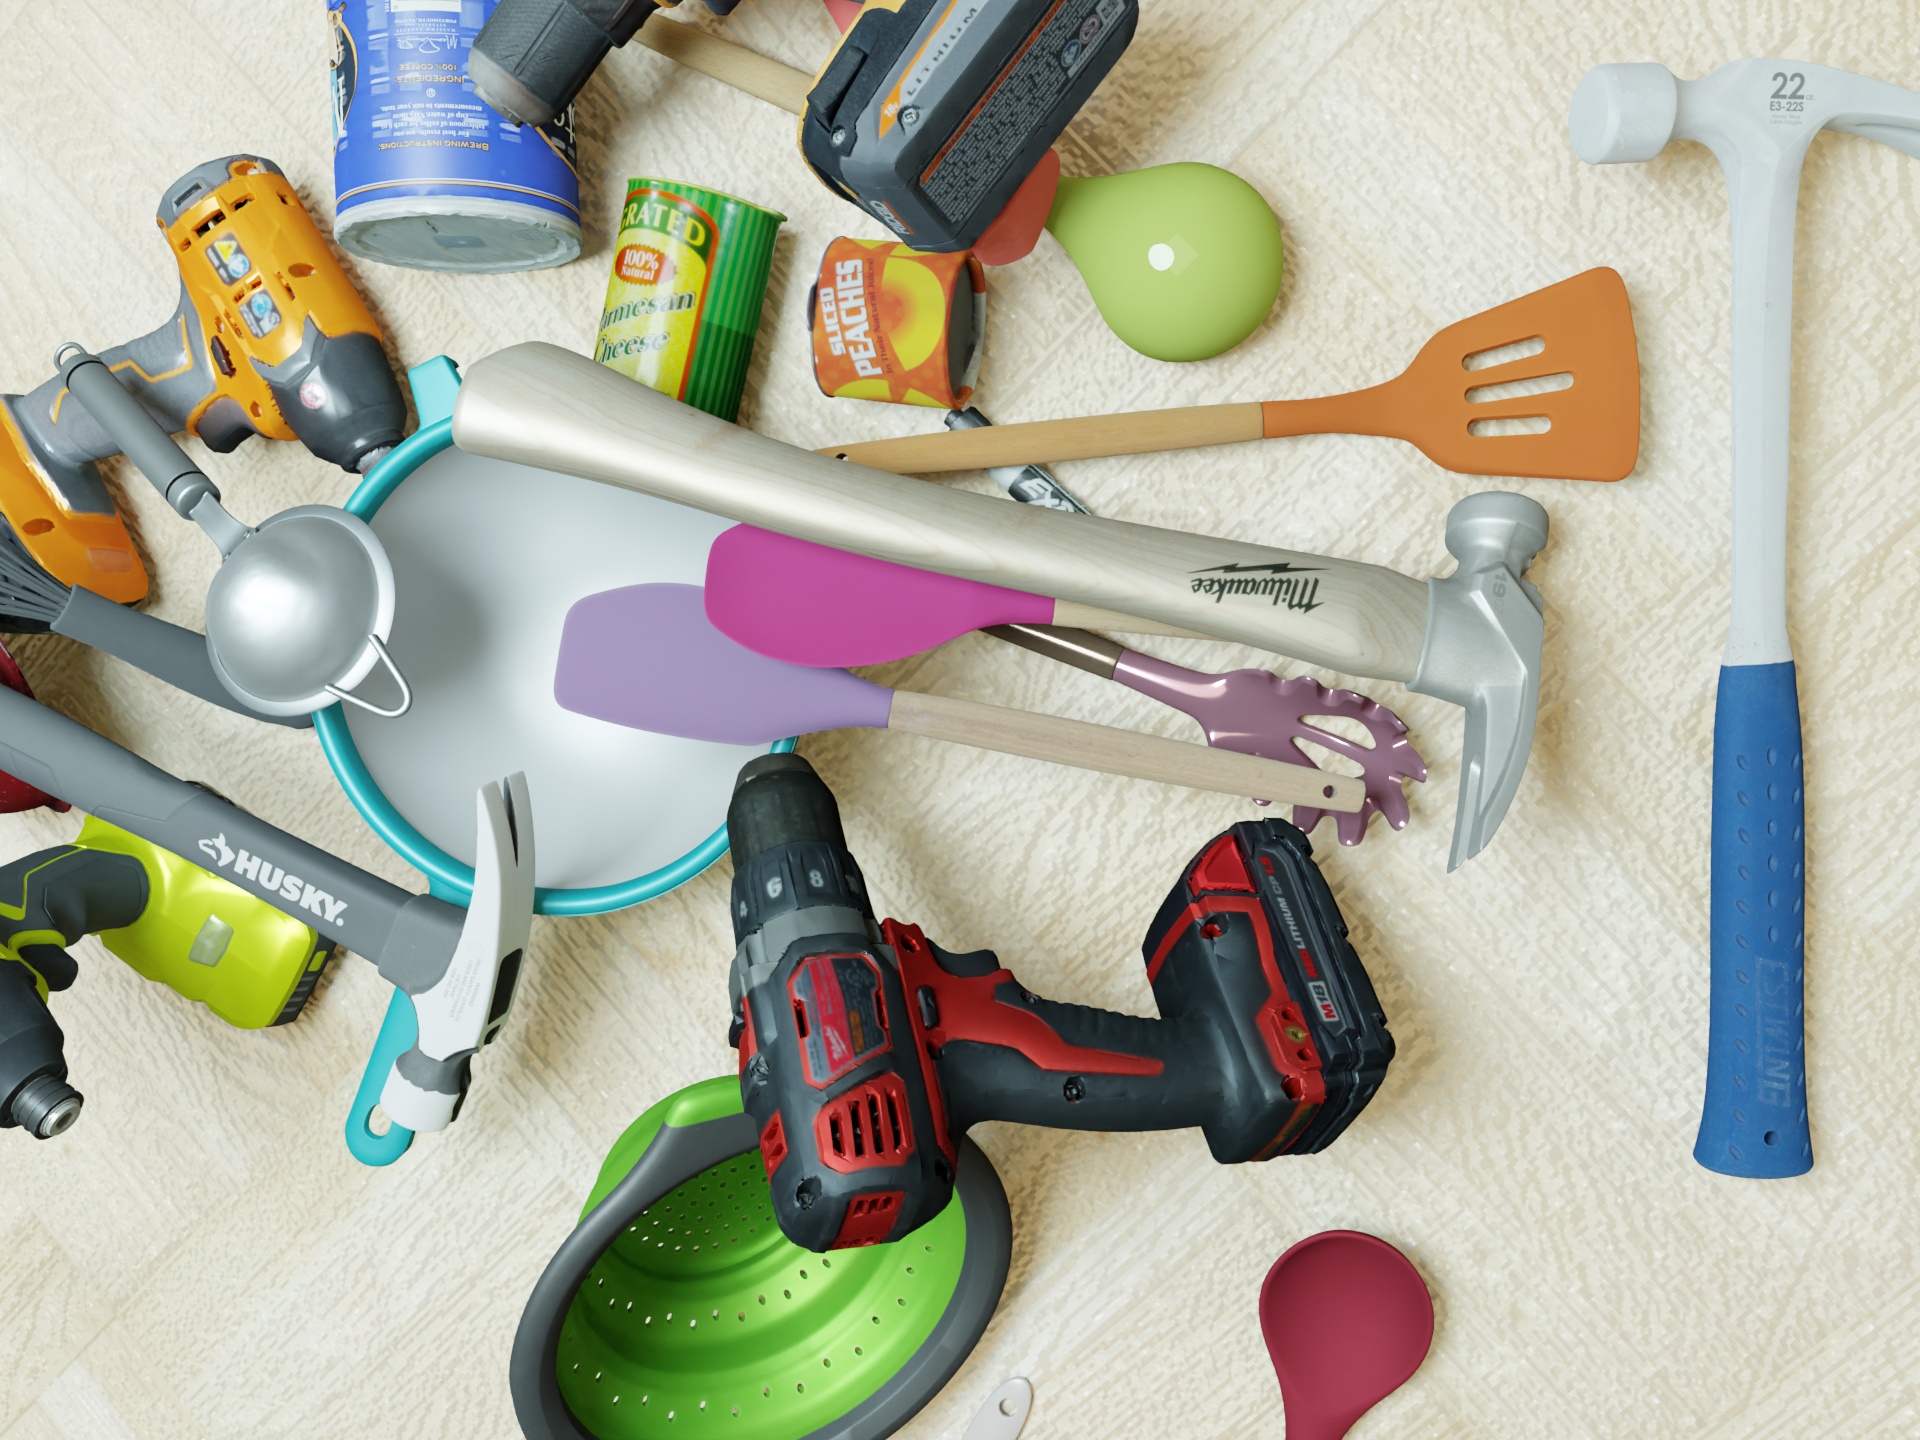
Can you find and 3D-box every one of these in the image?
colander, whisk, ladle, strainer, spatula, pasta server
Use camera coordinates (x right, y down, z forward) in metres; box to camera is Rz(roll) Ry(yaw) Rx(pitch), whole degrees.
[{"bbox_3d":[-0.102,0.290,0.689,0.204,0.095,0.397,-2,116,-26],"label":"colander"},{"bbox_3d":[-0.390,-0.050,0.696,0.055,0.238,0.055,-28,48,35],"label":"whisk"},{"bbox_3d":[-0.013,-0.239,0.670,0.320,0.062,0.078,29,101,18],"label":"ladle"},{"bbox_3d":[-0.311,-0.086,0.648,0.259,0.050,0.087,41,91,25],"label":"strainer"},{"bbox_3d":[-0.001,-0.002,0.613,0.316,0.018,0.060,11,91,2],"label":"spatula"},{"bbox_3d":[-0.184,0.029,0.691,0.211,0.095,0.340,23,99,4],"label":"strainer"},{"bbox_3d":[0.096,-0.119,0.633,0.322,0.041,0.081,-5,92,8],"label":"spatula"},{"bbox_3d":[0.039,-0.032,0.663,0.316,0.040,0.060,23,109,13],"label":"pasta server"},{"bbox_3d":[0.134,0.356,0.666,0.069,0.031,0.315,14,98,16],"label":"ladle"}]

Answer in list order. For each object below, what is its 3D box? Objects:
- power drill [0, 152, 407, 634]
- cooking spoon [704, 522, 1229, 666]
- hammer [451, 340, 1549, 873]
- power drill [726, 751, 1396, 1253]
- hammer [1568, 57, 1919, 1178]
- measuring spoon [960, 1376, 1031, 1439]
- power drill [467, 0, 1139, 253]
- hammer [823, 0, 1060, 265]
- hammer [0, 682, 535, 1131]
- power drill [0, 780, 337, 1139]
[{"bbox_3d":[-0.367,-0.131,0.741,0.226,0.084,0.164,-33,87,10],"label":"power drill"},{"bbox_3d":[0.061,-0.042,0.618,0.319,0.017,0.069,4,69,-4],"label":"cooking spoon"},{"bbox_3d":[0.012,-0.059,0.591,0.410,0.038,0.146,14,68,1],"label":"hammer"},{"bbox_3d":[0.024,0.089,0.591,0.226,0.080,0.188,-2,51,-19],"label":"power drill"},{"bbox_3d":[0.300,-0.032,0.586,0.144,0.035,0.405,-3,96,-5],"label":"hammer"},{"bbox_3d":[-0.003,0.344,0.704,0.034,0.018,0.124,30,99,11],"label":"measuring spoon"},{"bbox_3d":[-0.072,-0.262,0.583,0.226,0.084,0.185,43,98,22],"label":"power drill"},{"bbox_3d":[-0.069,-0.332,0.648,0.149,0.036,0.359,-31,76,13],"label":"hammer"},{"bbox_3d":[-0.326,0.030,0.649,0.335,0.035,0.146,25,103,7],"label":"hammer"},{"bbox_3d":[-0.379,0.097,0.680,0.171,0.223,0.080,33,101,10],"label":"power drill"}]
